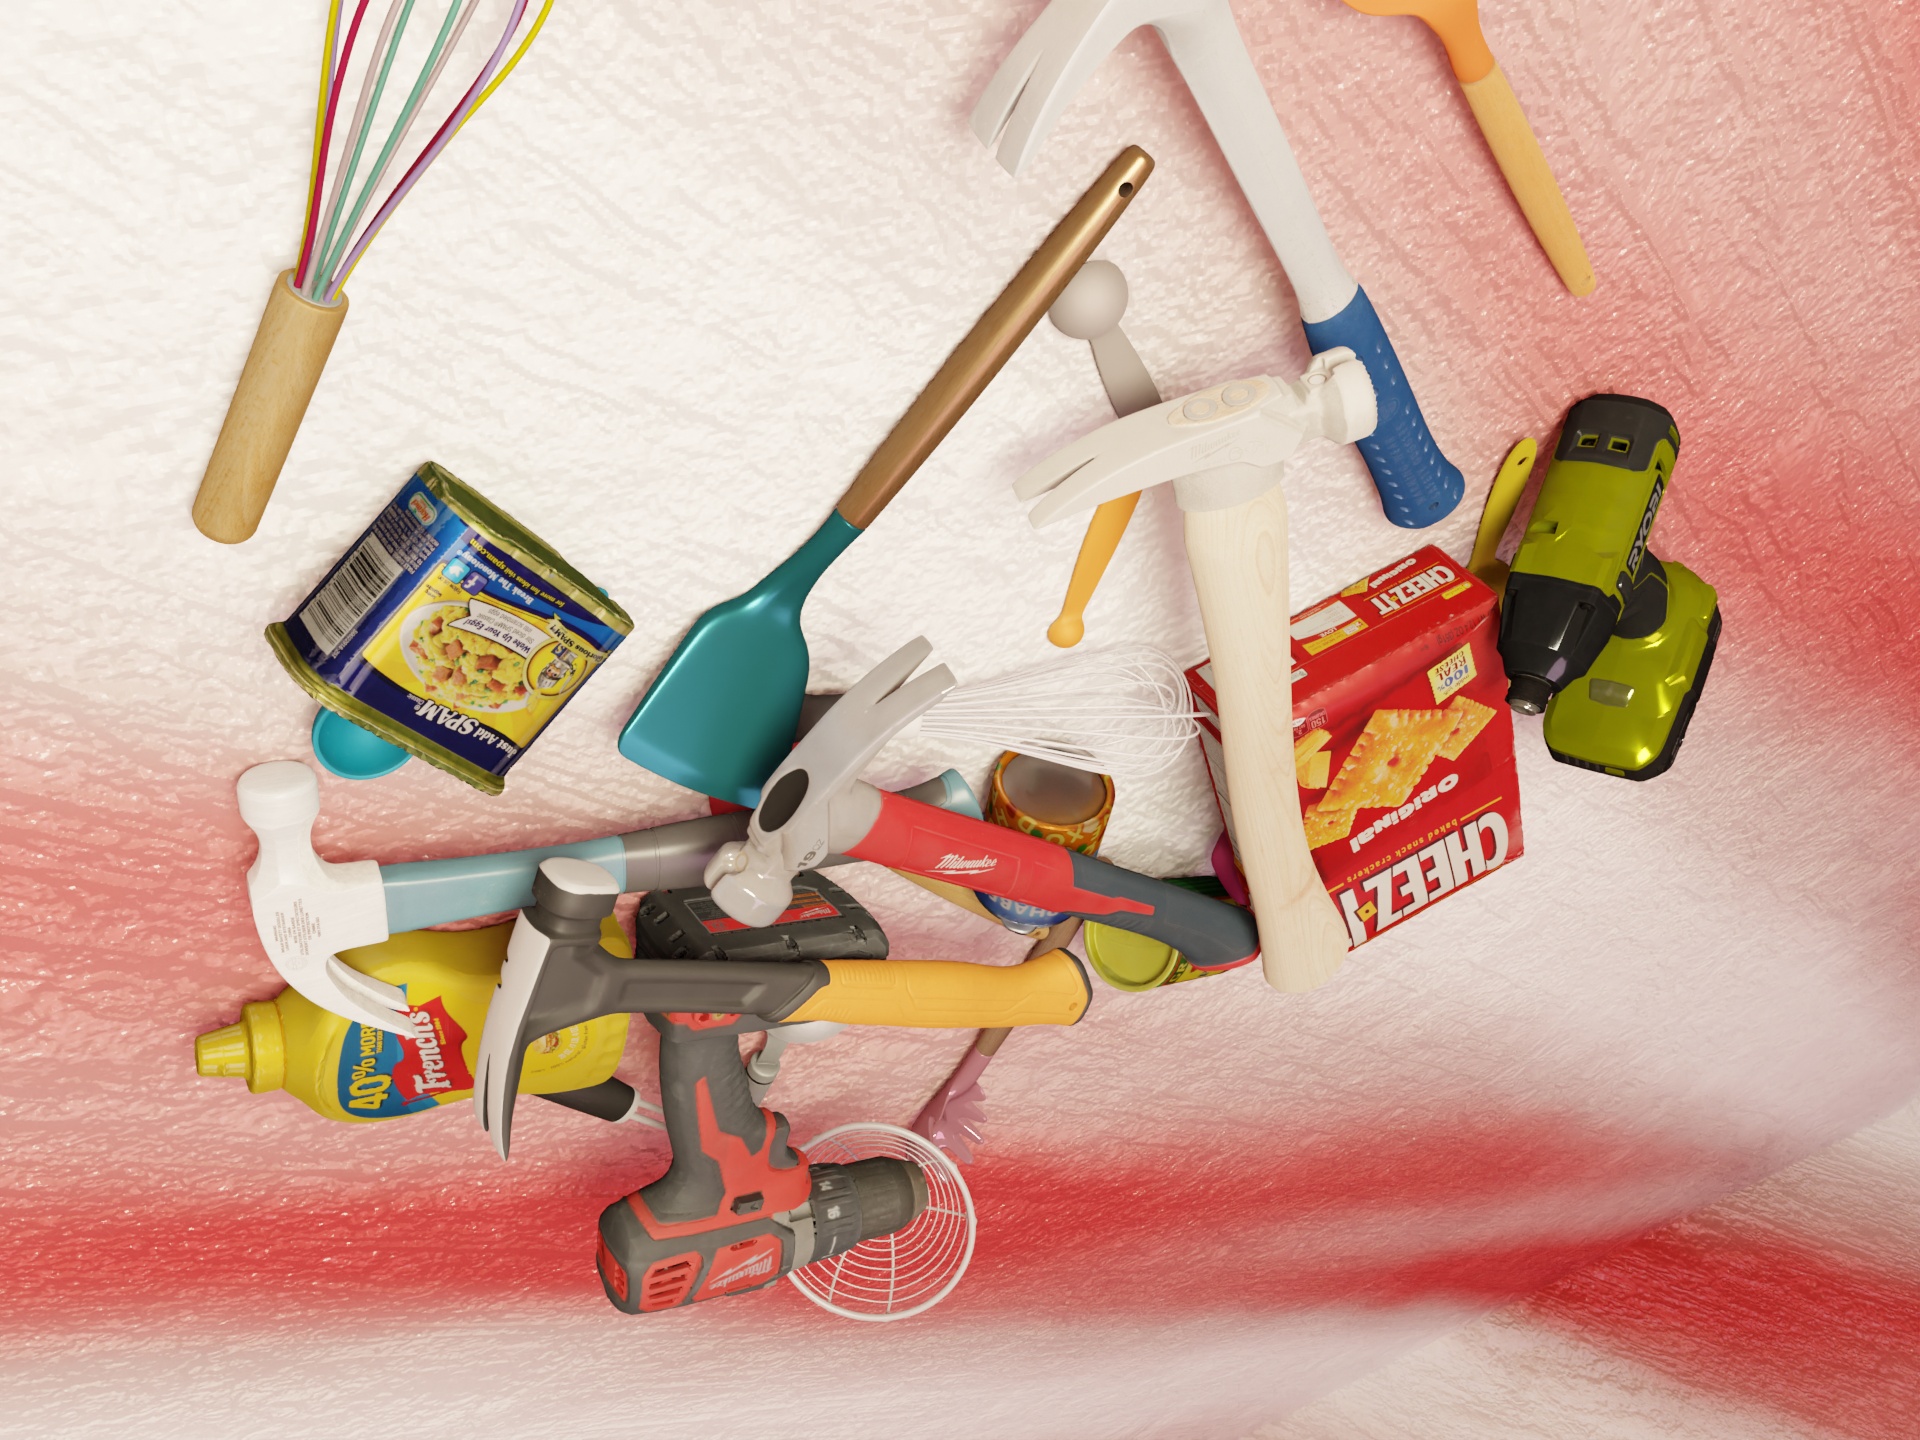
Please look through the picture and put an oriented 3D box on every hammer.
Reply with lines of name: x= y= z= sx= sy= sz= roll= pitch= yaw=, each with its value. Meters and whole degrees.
hammer: x=0.142 y=-0.175 z=0.649 sx=0.144 sy=0.035 sz=0.405 roll=-37 pitch=149 yaw=11
hammer: x=-0.063 y=0.137 z=0.758 sx=0.336 sy=0.034 sz=0.127 roll=9 pitch=106 yaw=-42
hammer: x=0.136 y=0.014 z=0.773 sx=0.146 sy=0.038 sz=0.410 roll=-20 pitch=135 yaw=-1
hammer: x=-0.139 y=0.062 z=0.715 sx=0.331 sy=0.033 sz=0.128 roll=-7 pitch=119 yaw=-25
hammer: x=0.057 y=0.068 z=0.790 sx=0.143 sy=0.038 sz=0.386 roll=-48 pitch=141 yaw=17

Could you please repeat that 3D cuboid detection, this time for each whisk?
whisk: x=-0.182 y=-0.144 z=0.475 sx=0.047 sy=0.051 sz=0.245 roll=2 pitch=137 yaw=-45
whisk: x=-0.002 y=-0.002 z=0.768 sx=0.284 sy=0.070 sz=0.070 roll=-1 pitch=135 yaw=-28

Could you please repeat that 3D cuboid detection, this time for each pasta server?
pasta server: x=0.032 y=0.206 z=1.054 sx=0.060 sy=0.040 sz=0.316 roll=-12 pitch=141 yaw=-43

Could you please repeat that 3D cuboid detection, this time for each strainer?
strainer: x=-0.113 y=0.204 z=0.947 sx=0.086 sy=0.050 sz=0.258 roll=10 pitch=133 yaw=-22

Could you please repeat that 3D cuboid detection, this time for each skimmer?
skimmer: x=-0.135 y=0.253 z=0.899 sx=0.127 sy=0.090 sz=0.362 roll=-49 pitch=132 yaw=7

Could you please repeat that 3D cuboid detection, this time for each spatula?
spatula: x=-0.025 y=-0.095 z=0.644 sx=0.082 sy=0.044 sz=0.317 roll=26 pitch=116 yaw=-34
spatula: x=0.209 y=-0.255 z=0.640 sx=0.081 sy=0.041 sz=0.322 roll=-42 pitch=147 yaw=17

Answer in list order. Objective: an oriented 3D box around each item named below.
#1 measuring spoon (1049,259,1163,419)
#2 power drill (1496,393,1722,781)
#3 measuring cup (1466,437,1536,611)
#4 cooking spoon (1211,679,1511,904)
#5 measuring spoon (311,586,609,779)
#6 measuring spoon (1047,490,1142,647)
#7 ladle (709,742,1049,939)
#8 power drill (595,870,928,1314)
measuring spoon: x=0.071 y=-0.146 z=0.673 sx=0.034 sy=0.018 sz=0.124 roll=-34 pitch=145 yaw=5
power drill: x=0.360 y=-0.055 z=0.893 sx=0.223 sy=0.080 sz=0.171 roll=35 pitch=75 yaw=-53
measuring cup: x=0.305 y=-0.093 z=0.894 sx=0.062 sy=0.029 sz=0.156 roll=-21 pitch=145 yaw=-13
cooking spoon: x=0.297 y=0.014 z=1.009 sx=0.319 sy=0.068 sz=0.017 roll=-34 pitch=-173 yaw=-4
measuring spoon: x=-0.200 y=-0.022 z=0.636 sx=0.128 sy=0.021 sz=0.042 roll=-33 pitch=136 yaw=-13
measuring spoon: x=0.067 y=-0.077 z=0.759 sx=0.021 sy=0.011 sz=0.116 roll=-8 pitch=138 yaw=-29
ladle: x=-0.026 y=0.080 z=0.872 sx=0.069 sy=0.031 sz=0.315 roll=-40 pitch=145 yaw=11
power drill: x=-0.093 y=0.199 z=0.843 sx=0.187 sy=0.080 sz=0.226 roll=-4 pitch=111 yaw=-31
